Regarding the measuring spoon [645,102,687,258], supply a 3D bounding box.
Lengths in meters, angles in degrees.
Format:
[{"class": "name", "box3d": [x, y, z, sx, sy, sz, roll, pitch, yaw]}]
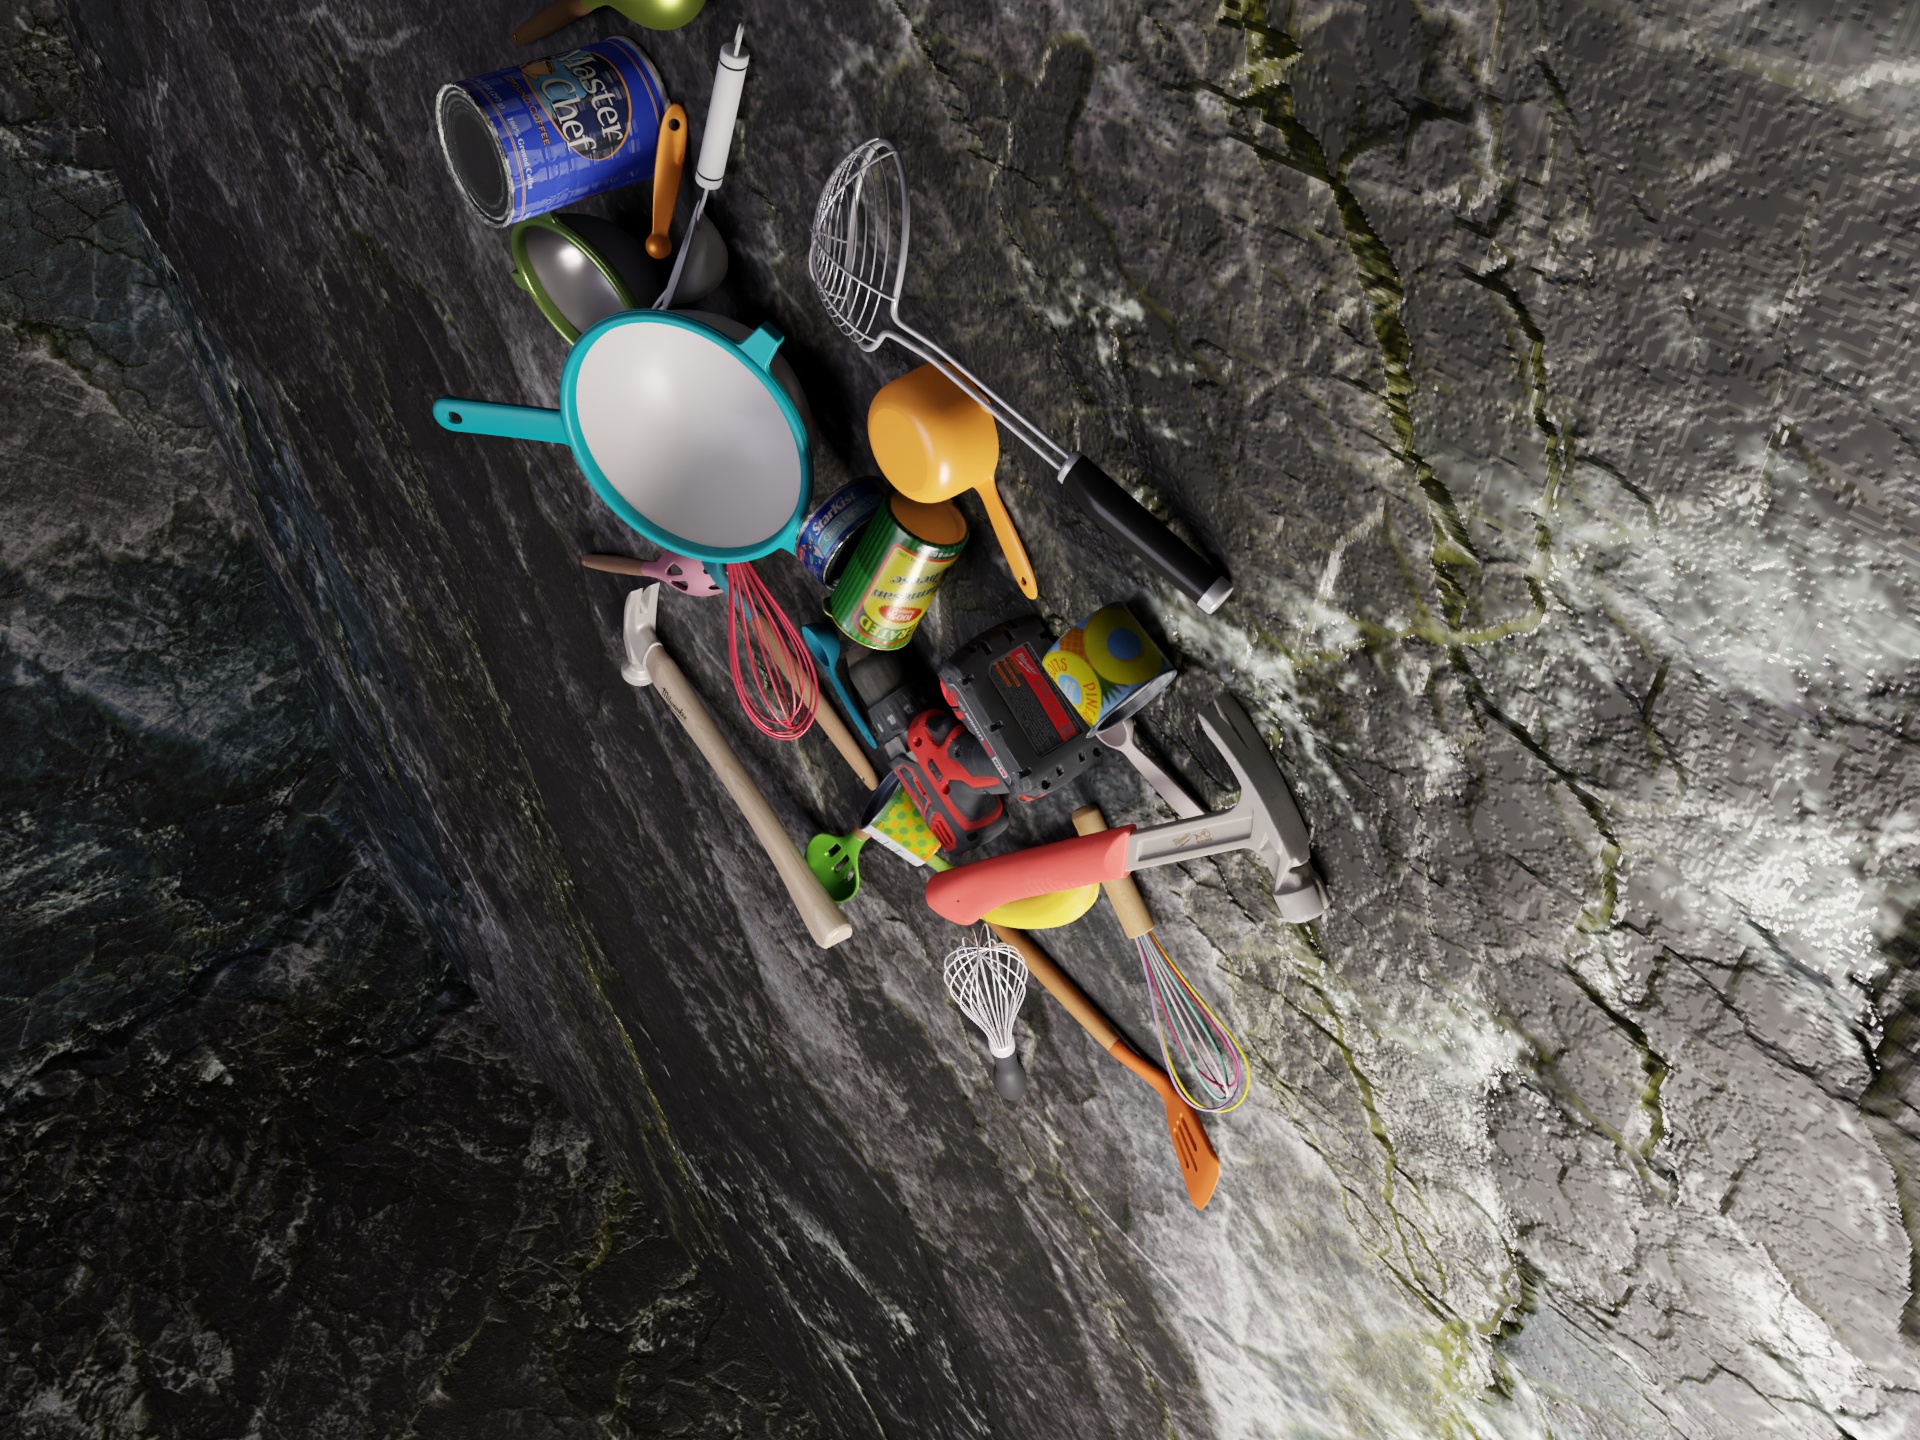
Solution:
[{"class": "measuring spoon", "box3d": [-0.218, -0.398, 1.179, 0.011, 0.021, 0.116, -97, 19, -55]}]

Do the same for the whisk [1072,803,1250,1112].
[{"class": "whisk", "box3d": [0.145, 0.171, 1.154, 0.047, 0.051, 0.245, -25, 91, 40]}]

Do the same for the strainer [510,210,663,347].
[{"class": "strainer", "box3d": [-0.251, -0.322, 1.297, 0.256, 0.069, 0.151, 45, 156, -8]}]

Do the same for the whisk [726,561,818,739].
[{"class": "whisk", "box3d": [-0.186, -0.125, 1.350, 0.073, 0.073, 0.296, -13, 96, 60]}]

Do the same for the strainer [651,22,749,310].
[{"class": "strainer", "box3d": [-0.179, -0.382, 1.139, 0.258, 0.050, 0.087, 118, 161, -51]}]

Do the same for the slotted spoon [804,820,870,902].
[{"class": "slotted spoon", "box3d": [-0.080, 0.095, 1.440, 0.070, 0.031, 0.313, 55, 149, 8]}]

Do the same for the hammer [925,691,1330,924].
[{"class": "hammer", "box3d": [0.088, 0.088, 1.107, 0.359, 0.037, 0.149, -19, 101, 51]}]

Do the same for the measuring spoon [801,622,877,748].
[{"class": "measuring spoon", "box3d": [-0.096, -0.032, 1.363, 0.042, 0.021, 0.128, 24, 146, 61]}]

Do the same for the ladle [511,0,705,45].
[{"class": "ladle", "box3d": [-0.266, -0.523, 1.155, 0.320, 0.062, 0.078, 22, 135, 57]}]

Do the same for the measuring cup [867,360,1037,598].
[{"class": "measuring cup", "box3d": [-0.004, -0.151, 1.063, 0.095, 0.052, 0.173, -17, 100, 60]}]

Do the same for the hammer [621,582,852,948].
[{"class": "hammer", "box3d": [-0.225, 0.047, 1.572, 0.411, 0.038, 0.146, 53, 150, 22]}]

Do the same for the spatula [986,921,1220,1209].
[{"class": "spatula", "box3d": [0.102, 0.249, 1.284, 0.323, 0.041, 0.081, 44, 149, 27]}]

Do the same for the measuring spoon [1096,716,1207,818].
[{"class": "measuring spoon", "box3d": [0.135, 0.033, 1.065, 0.124, 0.018, 0.034, 47, 147, 8]}]

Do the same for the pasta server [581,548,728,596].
[{"class": "pasta server", "box3d": [-0.312, -0.155, 1.573, 0.316, 0.040, 0.060, 13, 128, 57]}]

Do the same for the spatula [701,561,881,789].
[{"class": "spatula", "box3d": [-0.157, -0.076, 1.408, 0.317, 0.044, 0.082, 55, 150, -2]}]

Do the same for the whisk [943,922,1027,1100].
[{"class": "whisk", "box3d": [0.032, 0.263, 1.363, 0.070, 0.070, 0.284, 40, 157, 31]}]

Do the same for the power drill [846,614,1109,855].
[{"class": "power drill", "box3d": [-0.002, -0.004, 1.180, 0.188, 0.080, 0.226, 58, 154, 2]}]

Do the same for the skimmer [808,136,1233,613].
[{"class": "skimmer", "box3d": [0.039, -0.208, 0.972, 0.363, 0.090, 0.127, 43, 145, 9]}]

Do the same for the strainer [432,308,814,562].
[{"class": "strainer", "box3d": [-0.250, -0.242, 1.238, 0.340, 0.095, 0.210, 10, 132, 22]}]
